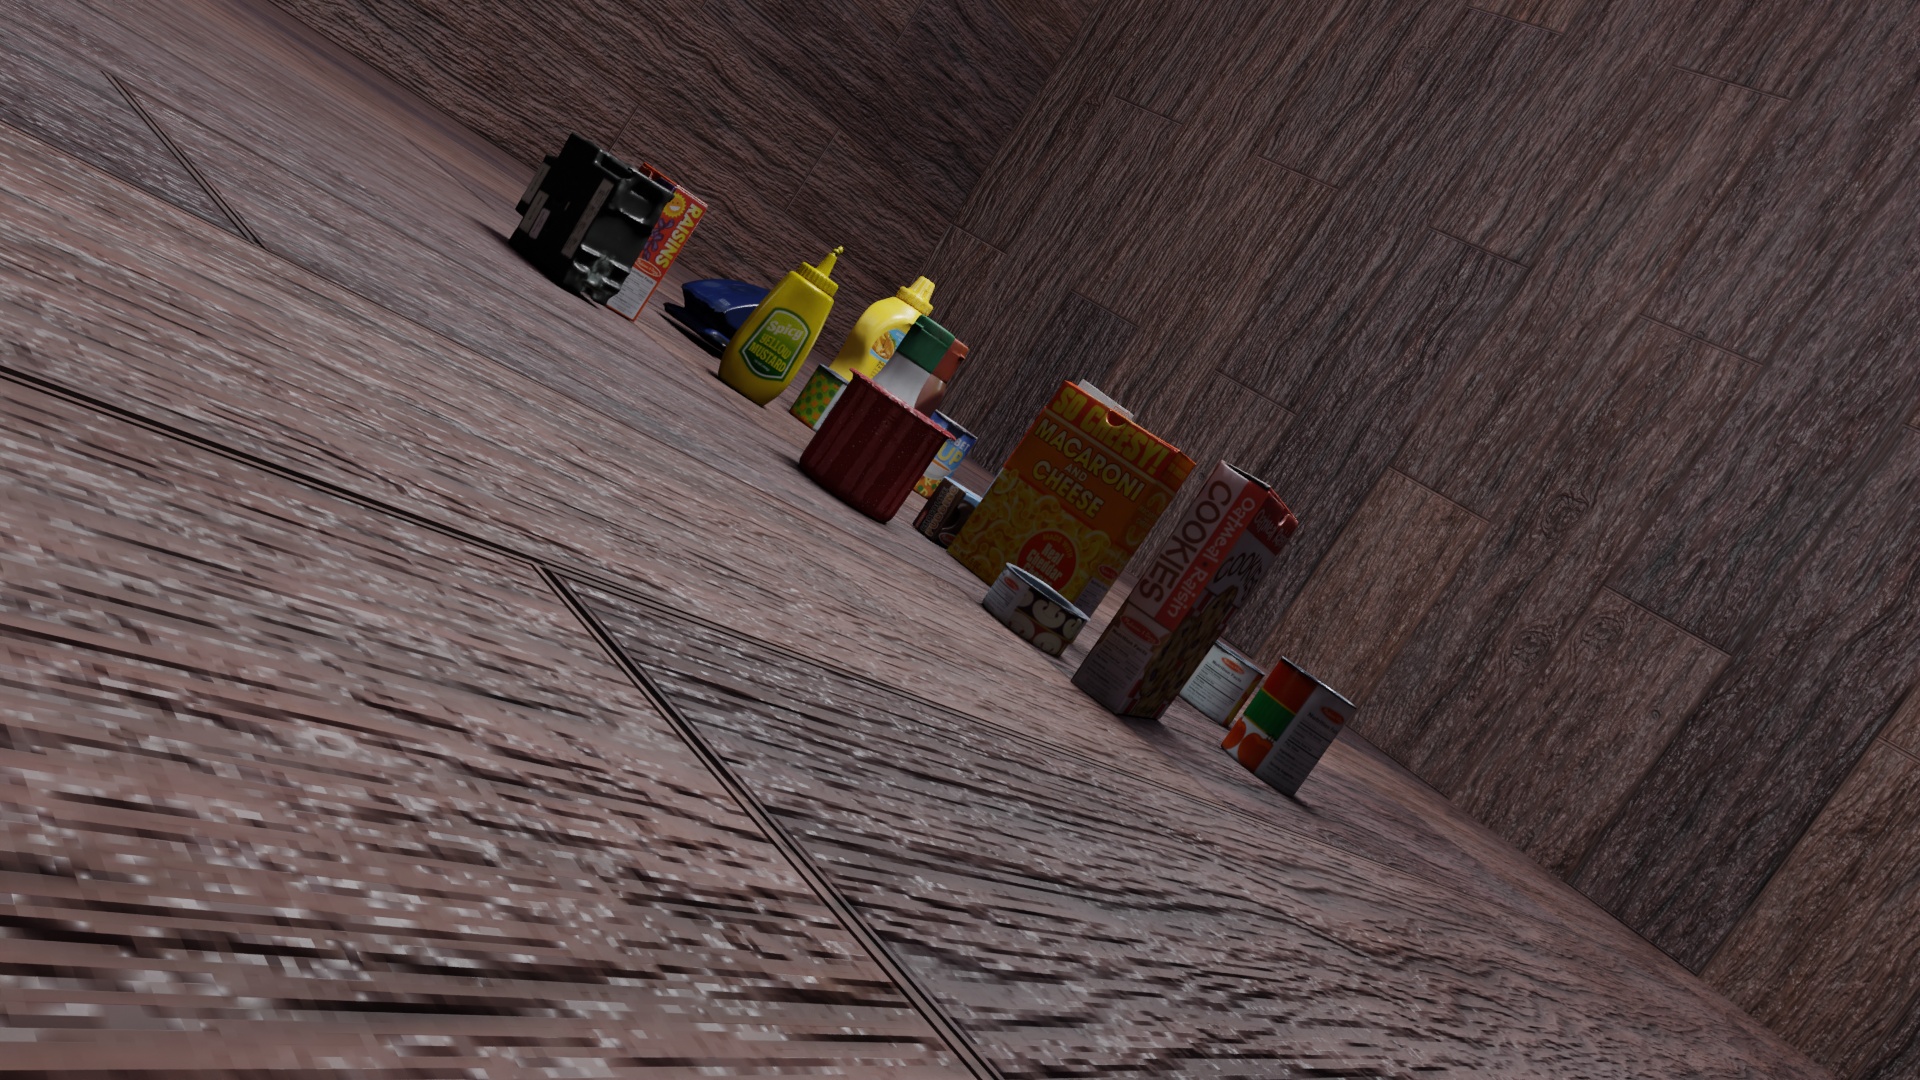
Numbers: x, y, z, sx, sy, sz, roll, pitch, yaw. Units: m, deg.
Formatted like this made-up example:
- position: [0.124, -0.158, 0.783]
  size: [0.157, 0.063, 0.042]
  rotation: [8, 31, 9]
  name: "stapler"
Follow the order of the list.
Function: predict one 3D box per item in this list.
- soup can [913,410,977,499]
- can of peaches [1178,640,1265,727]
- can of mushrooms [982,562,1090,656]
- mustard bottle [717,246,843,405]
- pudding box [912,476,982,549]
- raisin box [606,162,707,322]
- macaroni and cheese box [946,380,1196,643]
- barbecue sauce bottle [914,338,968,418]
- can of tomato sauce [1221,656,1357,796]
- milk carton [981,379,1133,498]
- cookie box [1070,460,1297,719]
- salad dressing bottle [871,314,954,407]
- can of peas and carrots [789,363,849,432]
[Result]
- position: [-0.032, -0.093, 1.476]
  size: [0.071, 0.083, 0.071]
  rotation: [34, 4, -3]
  name: "soup can"
- position: [0.225, 0.123, 1.226]
  size: [0.071, 0.058, 0.071]
  rotation: [34, 4, -3]
  name: "can of peaches"
- position: [0.051, 0.048, 0.938]
  size: [0.071, 0.033, 0.071]
  rotation: [34, 5, -3]
  name: "can of mushrooms"
- position: [-0.154, -0.200, 1.251]
  size: [0.065, 0.160, 0.049]
  rotation: [33, 4, -19]
  name: "mustard bottle"
- position: [0.004, -0.014, 1.141]
  size: [0.030, 0.049, 0.083]
  rotation: [37, 6, 37]
  name: "pudding box"
- position: [-0.287, -0.266, 1.234]
  size: [0.040, 0.123, 0.086]
  rotation: [31, 6, -42]
  name: "raisin box"
- position: [0.083, -0.024, 1.070]
  size: [0.124, 0.166, 0.040]
  rotation: [37, 5, 35]
  name: "macaroni and cheese box"
- position: [-0.048, -0.120, 1.244]
  size: [0.044, 0.148, 0.065]
  rotation: [36, 4, 16]
  name: "barbecue sauce bottle"
- position: [0.245, 0.139, 1.043]
  size: [0.071, 0.083, 0.071]
  rotation: [34, 4, -3]
  name: "can of tomato sauce"
- position: [0.092, -0.063, 1.374]
  size: [0.072, 0.190, 0.073]
  rotation: [32, 5, -25]
  name: "milk carton"
- position: [0.150, 0.037, 0.901]
  size: [0.040, 0.167, 0.123]
  rotation: [36, 5, 22]
  name: "cookie box"
- position: [-0.060, -0.120, 1.171]
  size: [0.044, 0.147, 0.064]
  rotation: [30, 6, -46]
  name: "salad dressing bottle"
- position: [-0.131, -0.137, 1.396]
  size: [0.071, 0.058, 0.071]
  rotation: [34, 4, -3]
  name: "can of peas and carrots"
